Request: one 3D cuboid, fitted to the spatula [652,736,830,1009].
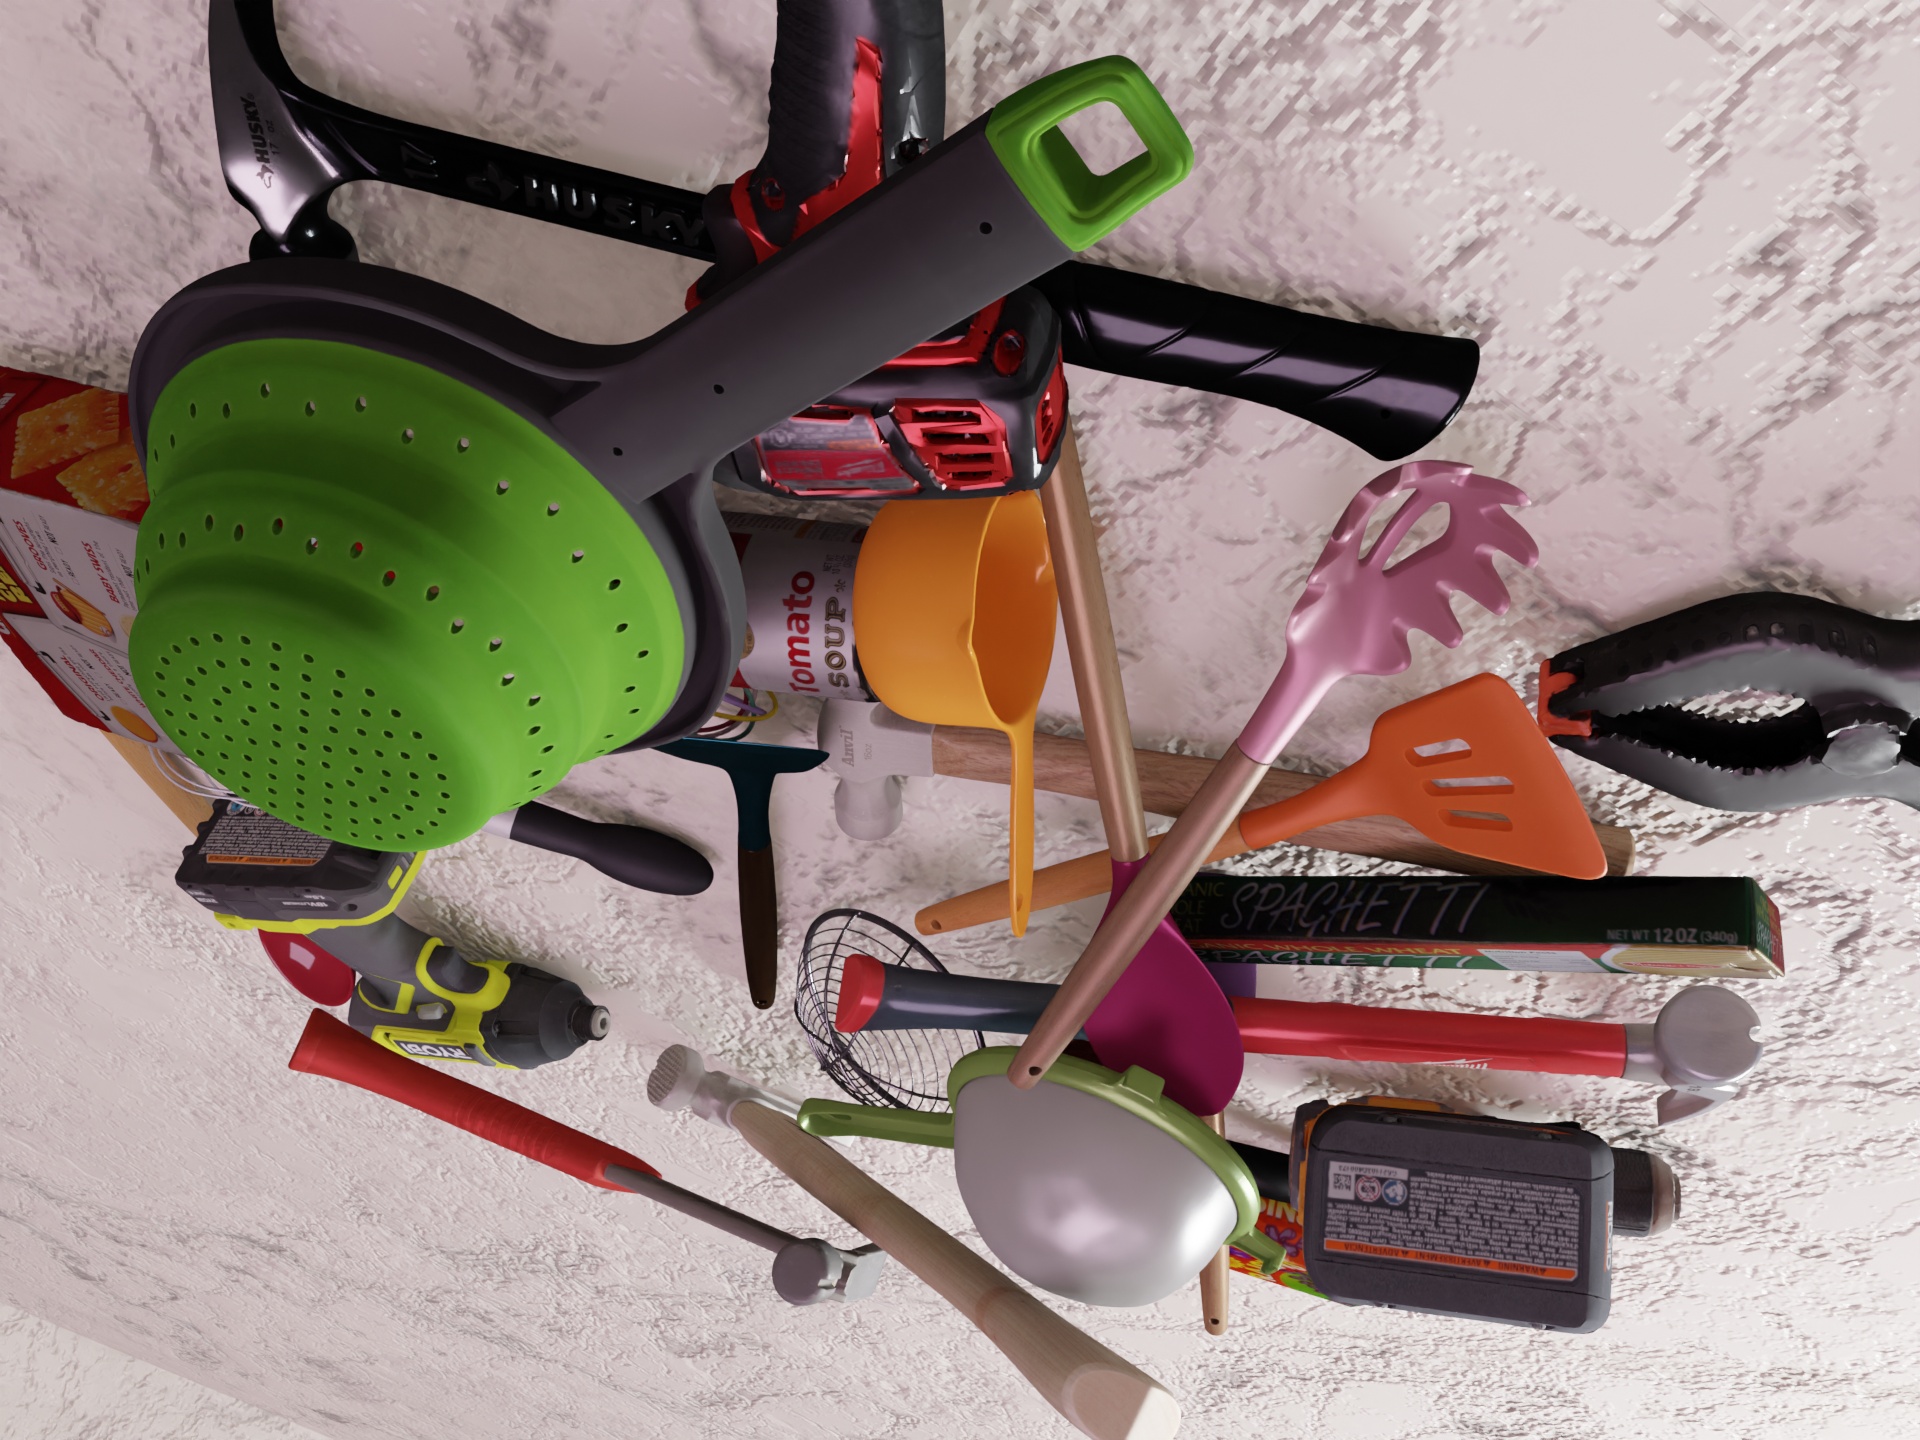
[{"bbox_3d":[-0.103,0.079,0.772,0.082,0.044,0.317,5,145,-1],"label":"spatula"}]

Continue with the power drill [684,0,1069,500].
[{"bbox_3d":[-0.053,-0.154,0.422,0.143,0.079,0.219,2,135,15],"label":"power drill"}]

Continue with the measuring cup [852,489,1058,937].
[{"bbox_3d":[-0.001,-0.002,0.581,0.052,0.095,0.173,5,111,21],"label":"measuring cup"}]

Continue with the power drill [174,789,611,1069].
[{"bbox_3d":[-0.311,0.124,0.899,0.171,0.080,0.223,0,141,23],"label":"power drill"}]

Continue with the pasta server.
[{"bbox_3d":[0.091,0.035,0.567,0.060,0.040,0.316,22,122,-13],"label":"pasta server"}]

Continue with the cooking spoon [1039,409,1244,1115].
[{"bbox_3d":[0.061,0.029,0.606,0.069,0.017,0.318,1,120,26],"label":"cooking spoon"}]

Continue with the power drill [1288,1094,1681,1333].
[{"bbox_3d":[0.241,0.214,0.718,0.185,0.084,0.226,3,171,14],"label":"power drill"}]

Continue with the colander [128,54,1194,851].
[{"bbox_3d":[-0.114,-0.050,0.432,0.397,0.095,0.204,-20,127,37],"label":"colander"}]

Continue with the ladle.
[{"bbox_3d":[-0.433,0.060,0.909,0.069,0.031,0.315,2,137,23],"label":"ladle"}]

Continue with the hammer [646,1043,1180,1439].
[{"bbox_3d":[-0.025,0.264,0.818,0.146,0.038,0.411,33,169,-31],"label":"hammer"}]

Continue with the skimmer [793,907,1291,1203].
[{"bbox_3d":[0.084,0.194,0.856,0.363,0.090,0.127,17,139,-14],"label":"skimmer"}]

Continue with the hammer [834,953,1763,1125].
[{"bbox_3d":[0.134,0.140,0.714,0.386,0.038,0.143,2,159,15],"label":"hammer"}]

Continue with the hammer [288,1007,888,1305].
[{"bbox_3d":[-0.213,0.239,0.883,0.359,0.037,0.149,18,169,15],"label":"hammer"}]

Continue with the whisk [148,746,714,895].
[{"bbox_3d":[-0.259,0.035,0.793,0.284,0.070,0.070,18,141,-7],"label":"whisk"}]

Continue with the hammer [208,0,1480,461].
[{"bbox_3d":[-0.044,-0.151,0.499,0.409,0.036,0.149,14,140,5],"label":"hammer"}]

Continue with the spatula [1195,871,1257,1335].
[{"bbox_3d":[0.122,0.202,0.802,0.060,0.018,0.315,2,122,17],"label":"spatula"}]

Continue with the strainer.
[{"bbox_3d":[0.009,0.216,0.735,0.256,0.069,0.151,-4,134,38],"label":"strainer"}]

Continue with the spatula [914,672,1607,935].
[{"bbox_3d":[0.091,0.053,0.628,0.322,0.041,0.081,-22,105,41],"label":"spatula"}]

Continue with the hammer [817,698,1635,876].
[{"bbox_3d":[0.101,0.027,0.651,0.331,0.031,0.130,10,141,10],"label":"hammer"}]

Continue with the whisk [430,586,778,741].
[{"bbox_3d":[-0.190,-0.051,0.674,0.245,0.047,0.051,24,143,1],"label":"whisk"}]
